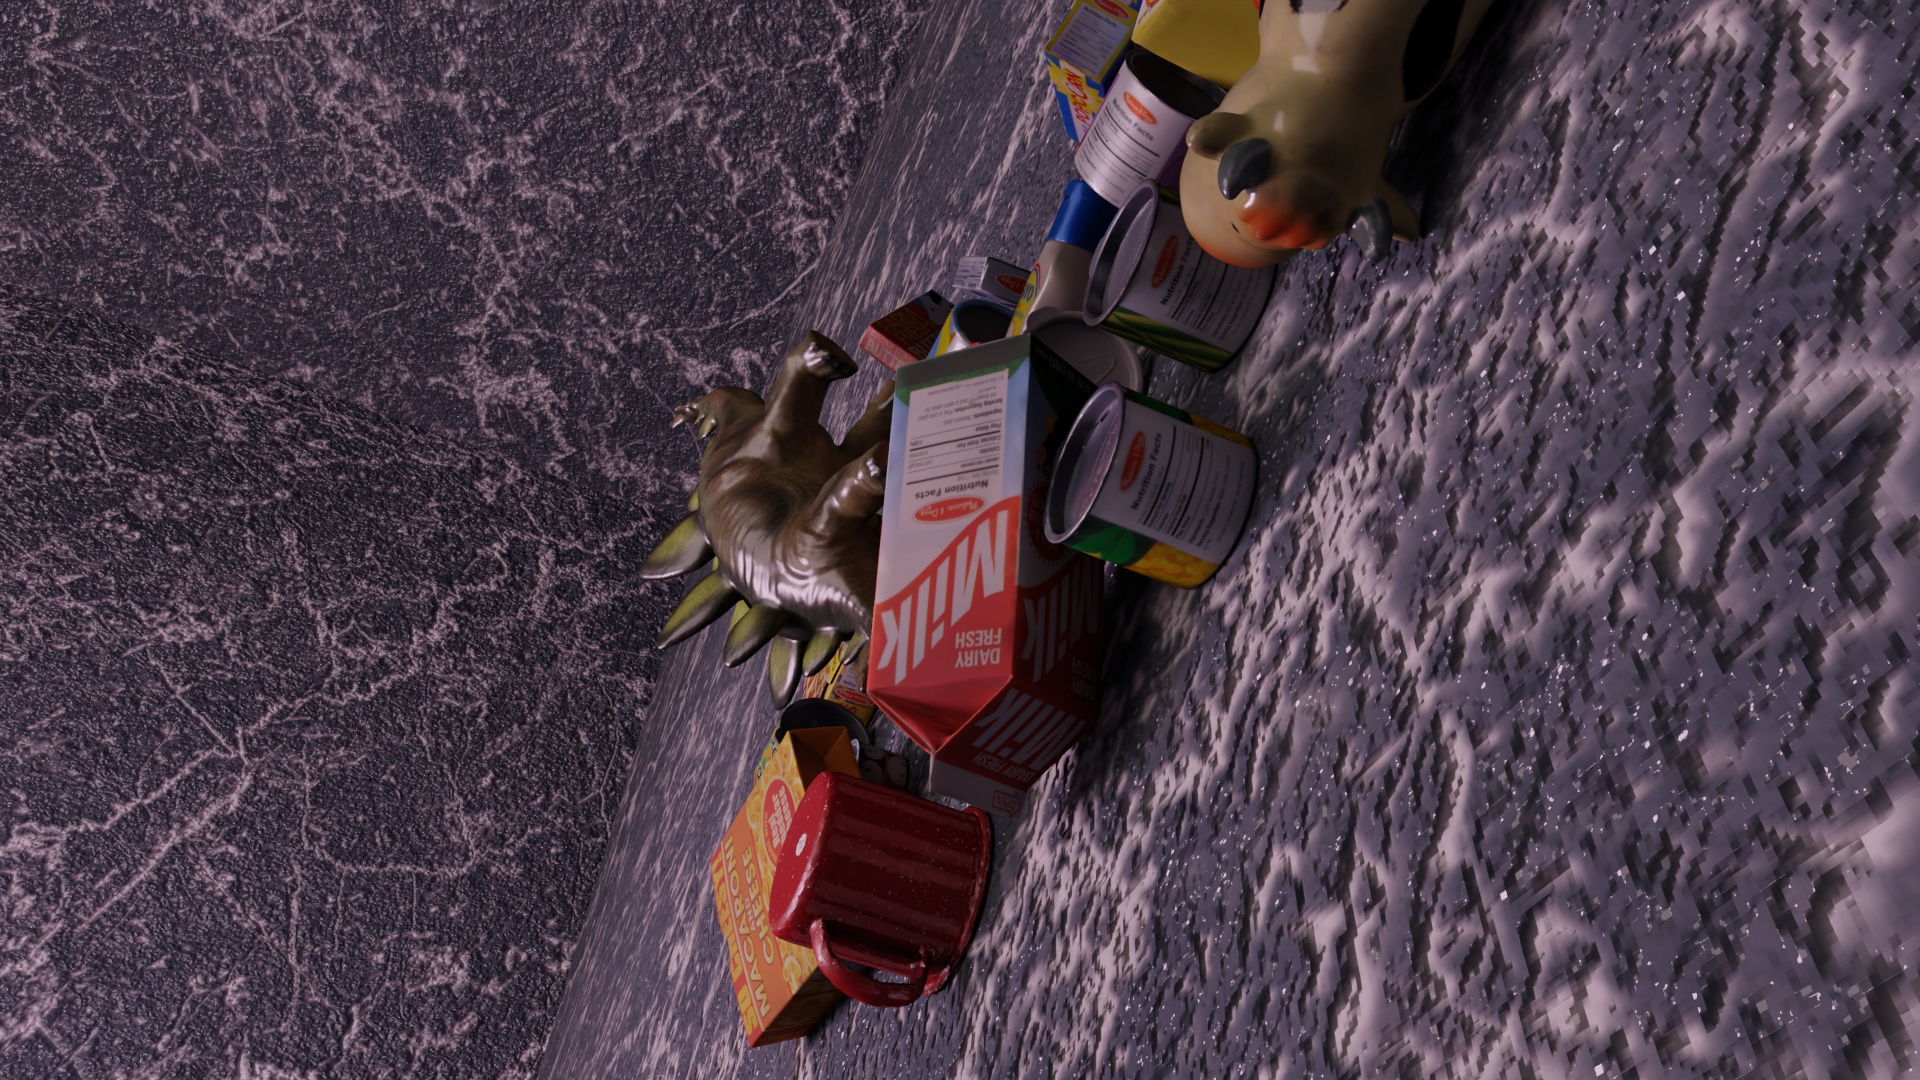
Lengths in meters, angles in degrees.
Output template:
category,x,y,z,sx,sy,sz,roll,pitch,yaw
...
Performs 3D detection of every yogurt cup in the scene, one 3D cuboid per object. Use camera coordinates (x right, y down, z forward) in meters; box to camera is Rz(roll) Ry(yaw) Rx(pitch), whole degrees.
category,x,y,z,sx,sy,sz,roll,pitch,yaw
yogurt cup,0.051,-0.073,0.688,0.053,0.072,0.072,127,160,-73

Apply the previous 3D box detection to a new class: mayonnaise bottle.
category,x,y,z,sx,sy,sz,roll,pitch,yaw
mayonnaise bottle,0.054,-0.135,0.812,0.065,0.041,0.148,-147,77,-78

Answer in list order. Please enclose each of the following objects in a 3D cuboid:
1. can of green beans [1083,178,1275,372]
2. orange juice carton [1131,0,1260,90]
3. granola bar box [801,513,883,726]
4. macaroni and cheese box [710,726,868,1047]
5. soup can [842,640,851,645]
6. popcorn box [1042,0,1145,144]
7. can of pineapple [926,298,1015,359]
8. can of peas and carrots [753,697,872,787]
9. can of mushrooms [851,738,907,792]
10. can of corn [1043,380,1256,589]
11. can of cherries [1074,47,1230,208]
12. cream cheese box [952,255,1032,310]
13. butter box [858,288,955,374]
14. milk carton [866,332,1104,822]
category,x,y,z,sx,sy,sz,roll,pitch,yaw
can of green beans,0.093,-0.112,0.591,0.071,0.058,0.071,-158,88,-76
orange juice carton,0.147,-0.309,0.635,0.071,0.073,0.193,152,137,-71
granola bar box,-0.080,0.072,1.037,0.166,0.039,0.123,-92,26,-59
macaroni and cheese box,-0.096,0.203,0.807,0.165,0.040,0.124,-56,43,43
soup can,-0.061,0.042,0.912,0.071,0.084,0.071,-158,88,-77
popcorn box,0.089,-0.262,0.741,0.085,0.038,0.126,-55,-10,2
can of pineapple,0.013,-0.113,0.888,0.071,0.071,0.057,-85,20,-48
can of peas and carrots,-0.103,0.151,0.942,0.071,0.071,0.058,-89,22,-54
can of mushrooms,-0.059,0.158,0.842,0.071,0.033,0.071,-157,88,-77
can of corn,0.072,-0.021,0.538,0.071,0.058,0.071,-158,88,-77
can of cherries,0.099,-0.199,0.686,0.072,0.071,0.058,-85,20,-49
cream cheese box,0.030,-0.173,0.935,0.104,0.053,0.024,-132,61,-75
butter box,-0.030,-0.157,1.066,0.104,0.053,0.024,-43,-13,-54
milk carton,0.013,0.018,0.588,0.073,0.072,0.191,-10,65,33
